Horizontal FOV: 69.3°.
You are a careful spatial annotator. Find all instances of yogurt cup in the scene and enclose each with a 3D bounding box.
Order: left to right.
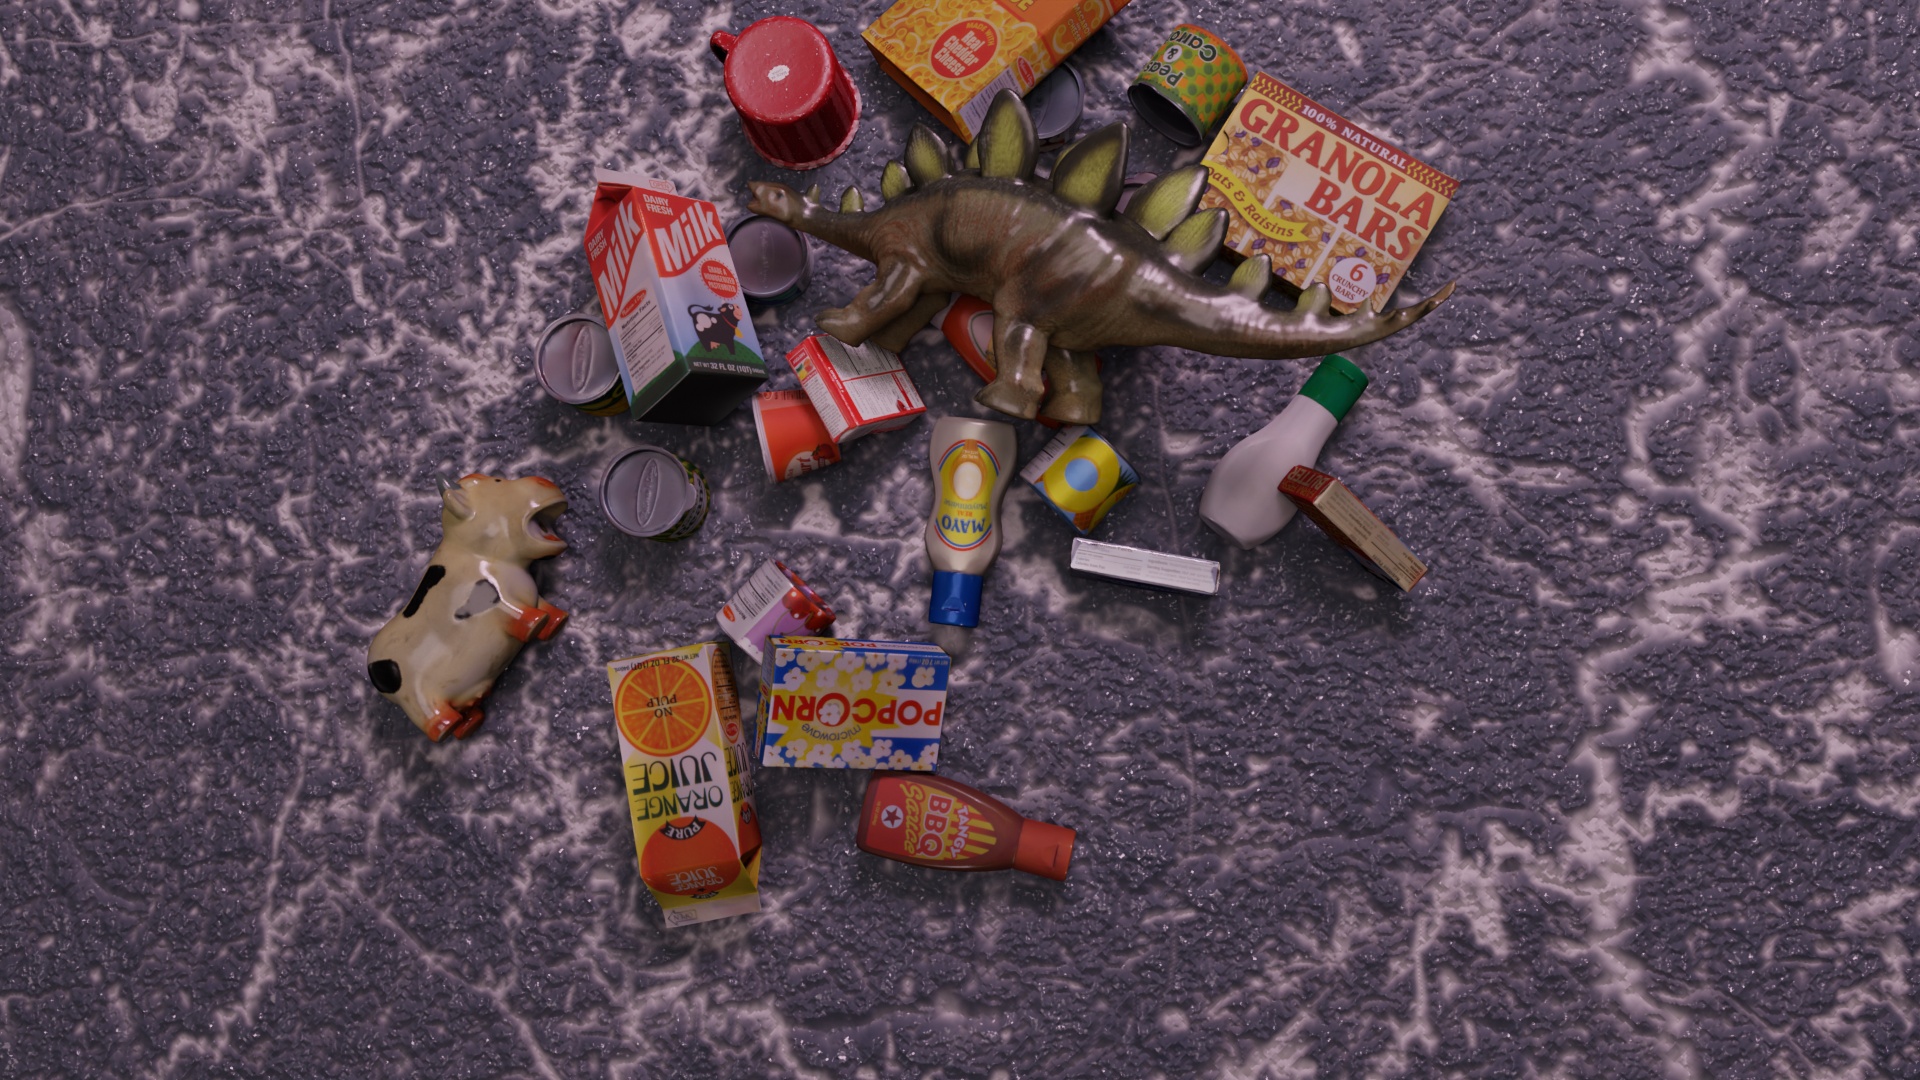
[{"bbox_3d":[-0.118,-0.078,1.003,0.054,0.072,0.072,-12,84,-4],"label":"yogurt cup"}]

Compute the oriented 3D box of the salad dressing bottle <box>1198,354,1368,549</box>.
[{"bbox_3d":[0.230,-0.063,0.980,0.064,0.044,0.147,38,88,2],"label":"salad dressing bottle"}]

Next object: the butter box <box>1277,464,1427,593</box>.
[{"bbox_3d":[0.267,-0.009,0.947,0.103,0.053,0.024,39,91,-19],"label":"butter box"}]

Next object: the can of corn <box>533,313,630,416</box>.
[{"bbox_3d":[-0.269,-0.128,1.022,0.071,0.058,0.071,0,85,5],"label":"can of corn"}]

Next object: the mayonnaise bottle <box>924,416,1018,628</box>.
[{"bbox_3d":[0.004,-0.012,0.996,0.065,0.041,0.148,6,85,4],"label":"mayonnaise bottle"}]

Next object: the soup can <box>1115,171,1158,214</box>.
[{"bbox_3d":[0.123,-0.213,0.981,0.071,0.083,0.071,0,85,5],"label":"soup can"}]

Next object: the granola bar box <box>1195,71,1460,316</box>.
[{"bbox_3d":[0.251,-0.240,0.995,0.165,0.039,0.124,32,88,7],"label":"granola bar box"}]

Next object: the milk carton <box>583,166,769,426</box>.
[{"bbox_3d":[-0.209,-0.183,0.993,0.073,0.072,0.191,-33,69,38],"label":"milk carton"}]

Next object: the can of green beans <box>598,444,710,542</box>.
[{"bbox_3d":[-0.221,-0.033,1.009,0.071,0.058,0.071,0,85,5],"label":"can of green beans"}]

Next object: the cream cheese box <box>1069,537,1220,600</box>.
[{"bbox_3d":[0.128,0.020,0.976,0.104,0.053,0.024,10,85,6],"label":"cream cheese box"}]

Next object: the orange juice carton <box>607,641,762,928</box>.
[{"bbox_3d":[-0.190,0.172,0.981,0.072,0.073,0.192,-11,85,4],"label":"orange juice carton"}]

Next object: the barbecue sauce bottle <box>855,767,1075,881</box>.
[{"bbox_3d":[0.005,0.204,0.976,0.148,0.043,0.065,13,86,6],"label":"barbecue sauce bottle"}]

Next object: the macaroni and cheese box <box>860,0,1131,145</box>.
[{"bbox_3d":[0.028,-0.381,1.004,0.166,0.040,0.124,-42,58,1],"label":"macaroni and cheese box"}]

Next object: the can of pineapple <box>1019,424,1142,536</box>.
[{"bbox_3d":[0.085,-0.044,0.979,0.071,0.071,0.058,44,91,7],"label":"can of pineapple"}]

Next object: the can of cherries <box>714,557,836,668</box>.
[{"bbox_3d":[-0.130,0.056,0.992,0.071,0.071,0.058,43,89,7],"label":"can of cherries"}]

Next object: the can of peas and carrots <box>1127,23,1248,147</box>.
[{"bbox_3d":[0.162,-0.327,0.995,0.071,0.071,0.059,37,89,7],"label":"can of peas and carrots"}]

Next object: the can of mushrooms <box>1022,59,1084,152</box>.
[{"bbox_3d":[0.056,-0.323,1.023,0.071,0.033,0.071,0,86,5],"label":"can of mushrooms"}]

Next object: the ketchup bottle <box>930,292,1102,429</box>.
[{"bbox_3d":[0.027,-0.146,1.005,0.149,0.043,0.064,36,90,8],"label":"ketchup bottle"}]

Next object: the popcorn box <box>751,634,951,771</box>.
[{"bbox_3d":[-0.075,0.113,0.963,0.127,0.038,0.085,5,100,-18],"label":"popcorn box"}]

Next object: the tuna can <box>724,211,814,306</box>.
[{"bbox_3d":[-0.146,-0.209,1.031,0.071,0.033,0.071,0,85,5],"label":"tuna can"}]
